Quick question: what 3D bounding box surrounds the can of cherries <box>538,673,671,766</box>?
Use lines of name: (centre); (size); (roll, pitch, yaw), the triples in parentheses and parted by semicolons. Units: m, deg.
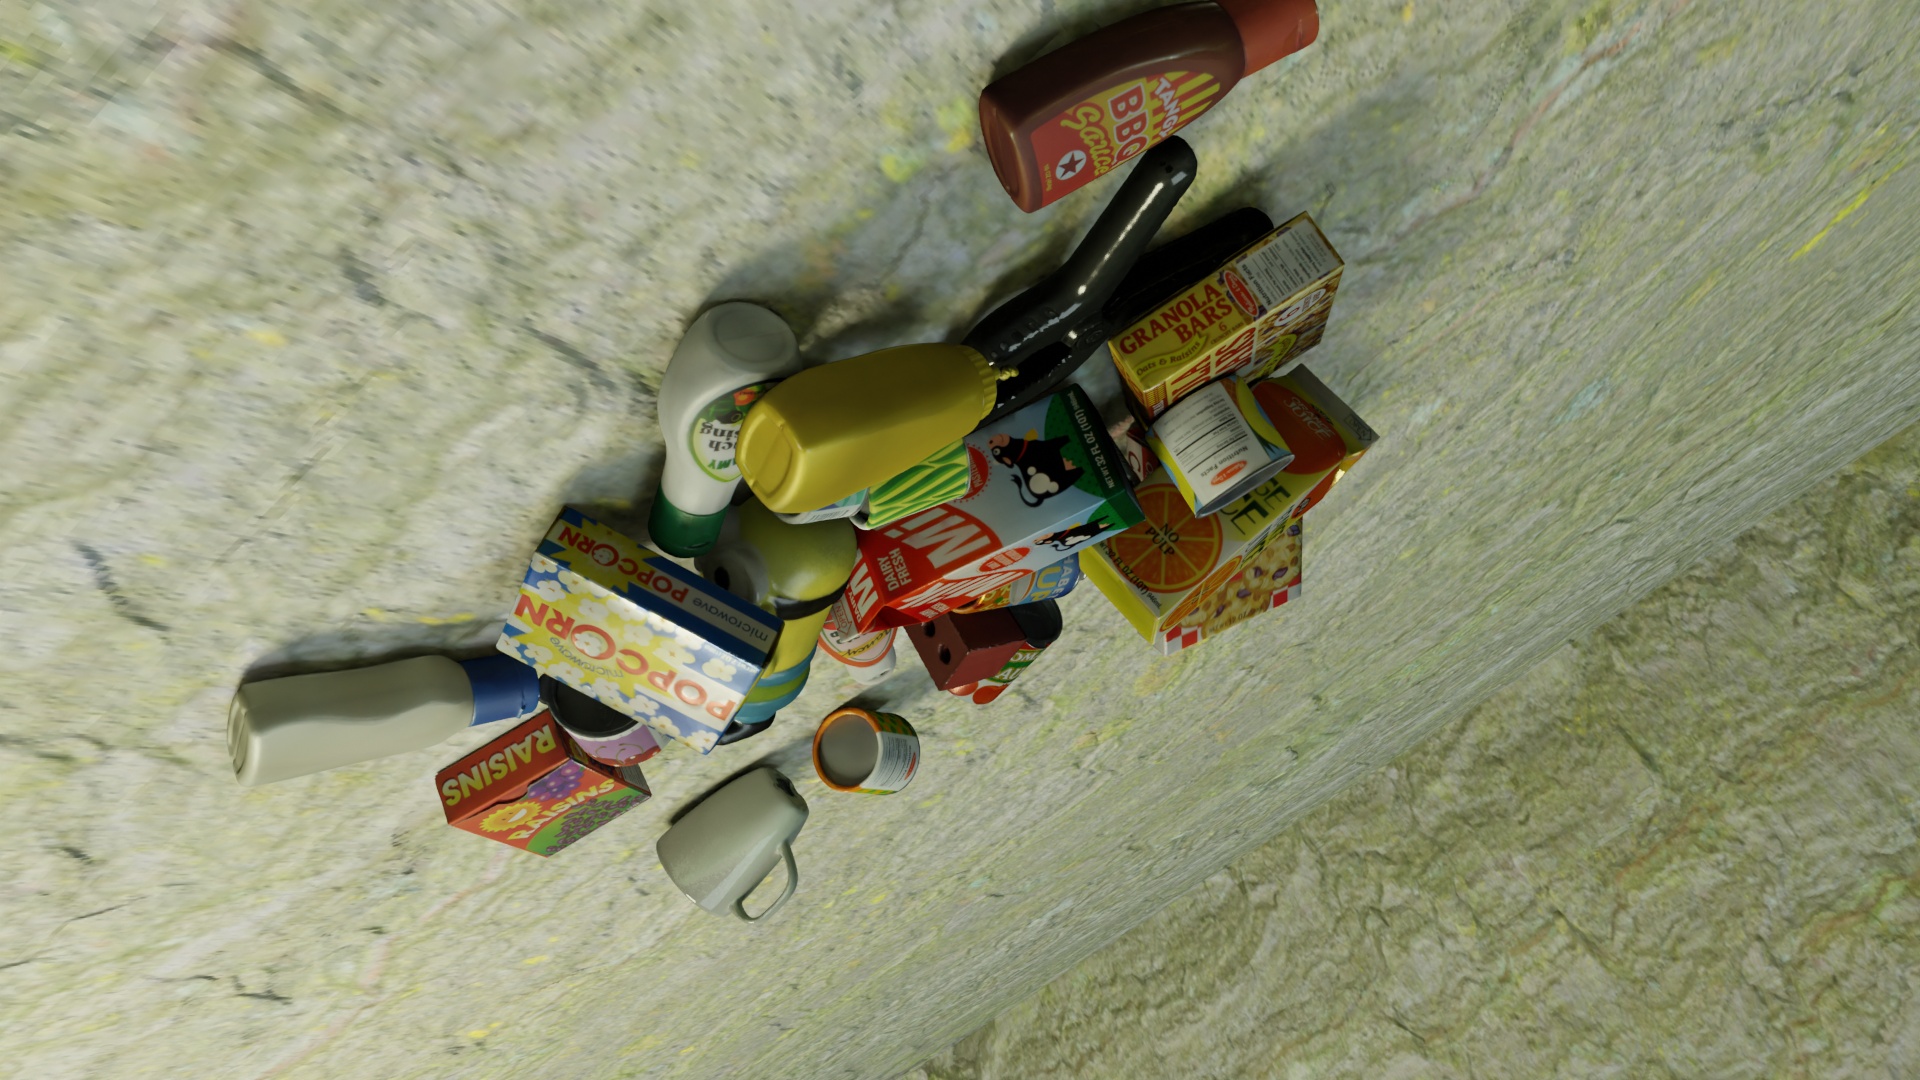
can of cherries: (-0.204, 0.092, 0.812); (0.071, 0.071, 0.058); (-25, 156, -10)

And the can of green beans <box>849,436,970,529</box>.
can of green beans: (-0.035, -0.045, 0.735); (0.058, 0.071, 0.071); (-20, 153, -21)

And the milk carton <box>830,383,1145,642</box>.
milk carton: (0.003, -0.010, 0.806); (0.190, 0.072, 0.073); (-25, 162, 10)

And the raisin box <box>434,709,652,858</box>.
raisin box: (-0.267, 0.160, 0.899); (0.086, 0.040, 0.123); (-29, 155, 0)

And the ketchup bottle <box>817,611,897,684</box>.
ketchup bottle: (-0.069, 0.053, 0.912); (0.065, 0.043, 0.148); (-28, 156, -8)

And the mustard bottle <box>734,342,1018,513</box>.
mustard bottle: (-0.030, -0.062, 0.653); (0.161, 0.049, 0.065); (-25, 160, -42)

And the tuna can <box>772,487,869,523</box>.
tuna can: (-0.075, -0.044, 0.696); (0.033, 0.071, 0.070); (-10, 149, -35)

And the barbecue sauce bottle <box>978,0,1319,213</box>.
barbecue sauce bottle: (0.082, -0.200, 0.600); (0.149, 0.044, 0.064); (-28, 154, -5)

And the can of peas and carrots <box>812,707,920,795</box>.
can of peas and carrots: (-0.076, 0.166, 1.092); (0.071, 0.071, 0.058); (-38, 154, 16)

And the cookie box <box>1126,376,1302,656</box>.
cookie box: (0.179, -0.016, 0.970); (0.123, 0.040, 0.166); (-21, 124, -21)

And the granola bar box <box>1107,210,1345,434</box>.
granola bar box: (0.151, -0.115, 0.797); (0.124, 0.039, 0.165); (-33, 169, 5)

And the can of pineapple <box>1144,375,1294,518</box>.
can of pineapple: (0.149, -0.054, 0.801); (0.071, 0.058, 0.071); (-30, 169, -6)

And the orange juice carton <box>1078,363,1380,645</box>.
orange juice carton: (0.168, -0.028, 0.868); (0.193, 0.072, 0.073); (-40, 164, -7)

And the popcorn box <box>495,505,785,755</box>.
popcorn box: (-0.164, 0.048, 0.710); (0.084, 0.127, 0.038); (-54, -169, 41)

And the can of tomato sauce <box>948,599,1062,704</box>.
can of tomato sauce: (0.026, 0.073, 1.021); (0.071, 0.071, 0.082); (-3, 144, -45)

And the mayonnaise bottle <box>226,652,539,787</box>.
mayonnaise bottle: (-0.298, 0.088, 0.727); (0.148, 0.041, 0.064); (-10, 150, -40)

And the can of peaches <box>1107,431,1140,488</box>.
can of peaches: (0.069, -0.040, 0.871); (0.071, 0.058, 0.071); (-25, 155, -13)

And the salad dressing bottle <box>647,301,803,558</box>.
salad dressing bottle: (-0.118, -0.048, 0.665); (0.064, 0.044, 0.146); (-17, 152, -34)

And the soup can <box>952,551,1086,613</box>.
soup can: (0.031, 0.011, 0.909); (0.084, 0.071, 0.071); (-8, 147, -40)
